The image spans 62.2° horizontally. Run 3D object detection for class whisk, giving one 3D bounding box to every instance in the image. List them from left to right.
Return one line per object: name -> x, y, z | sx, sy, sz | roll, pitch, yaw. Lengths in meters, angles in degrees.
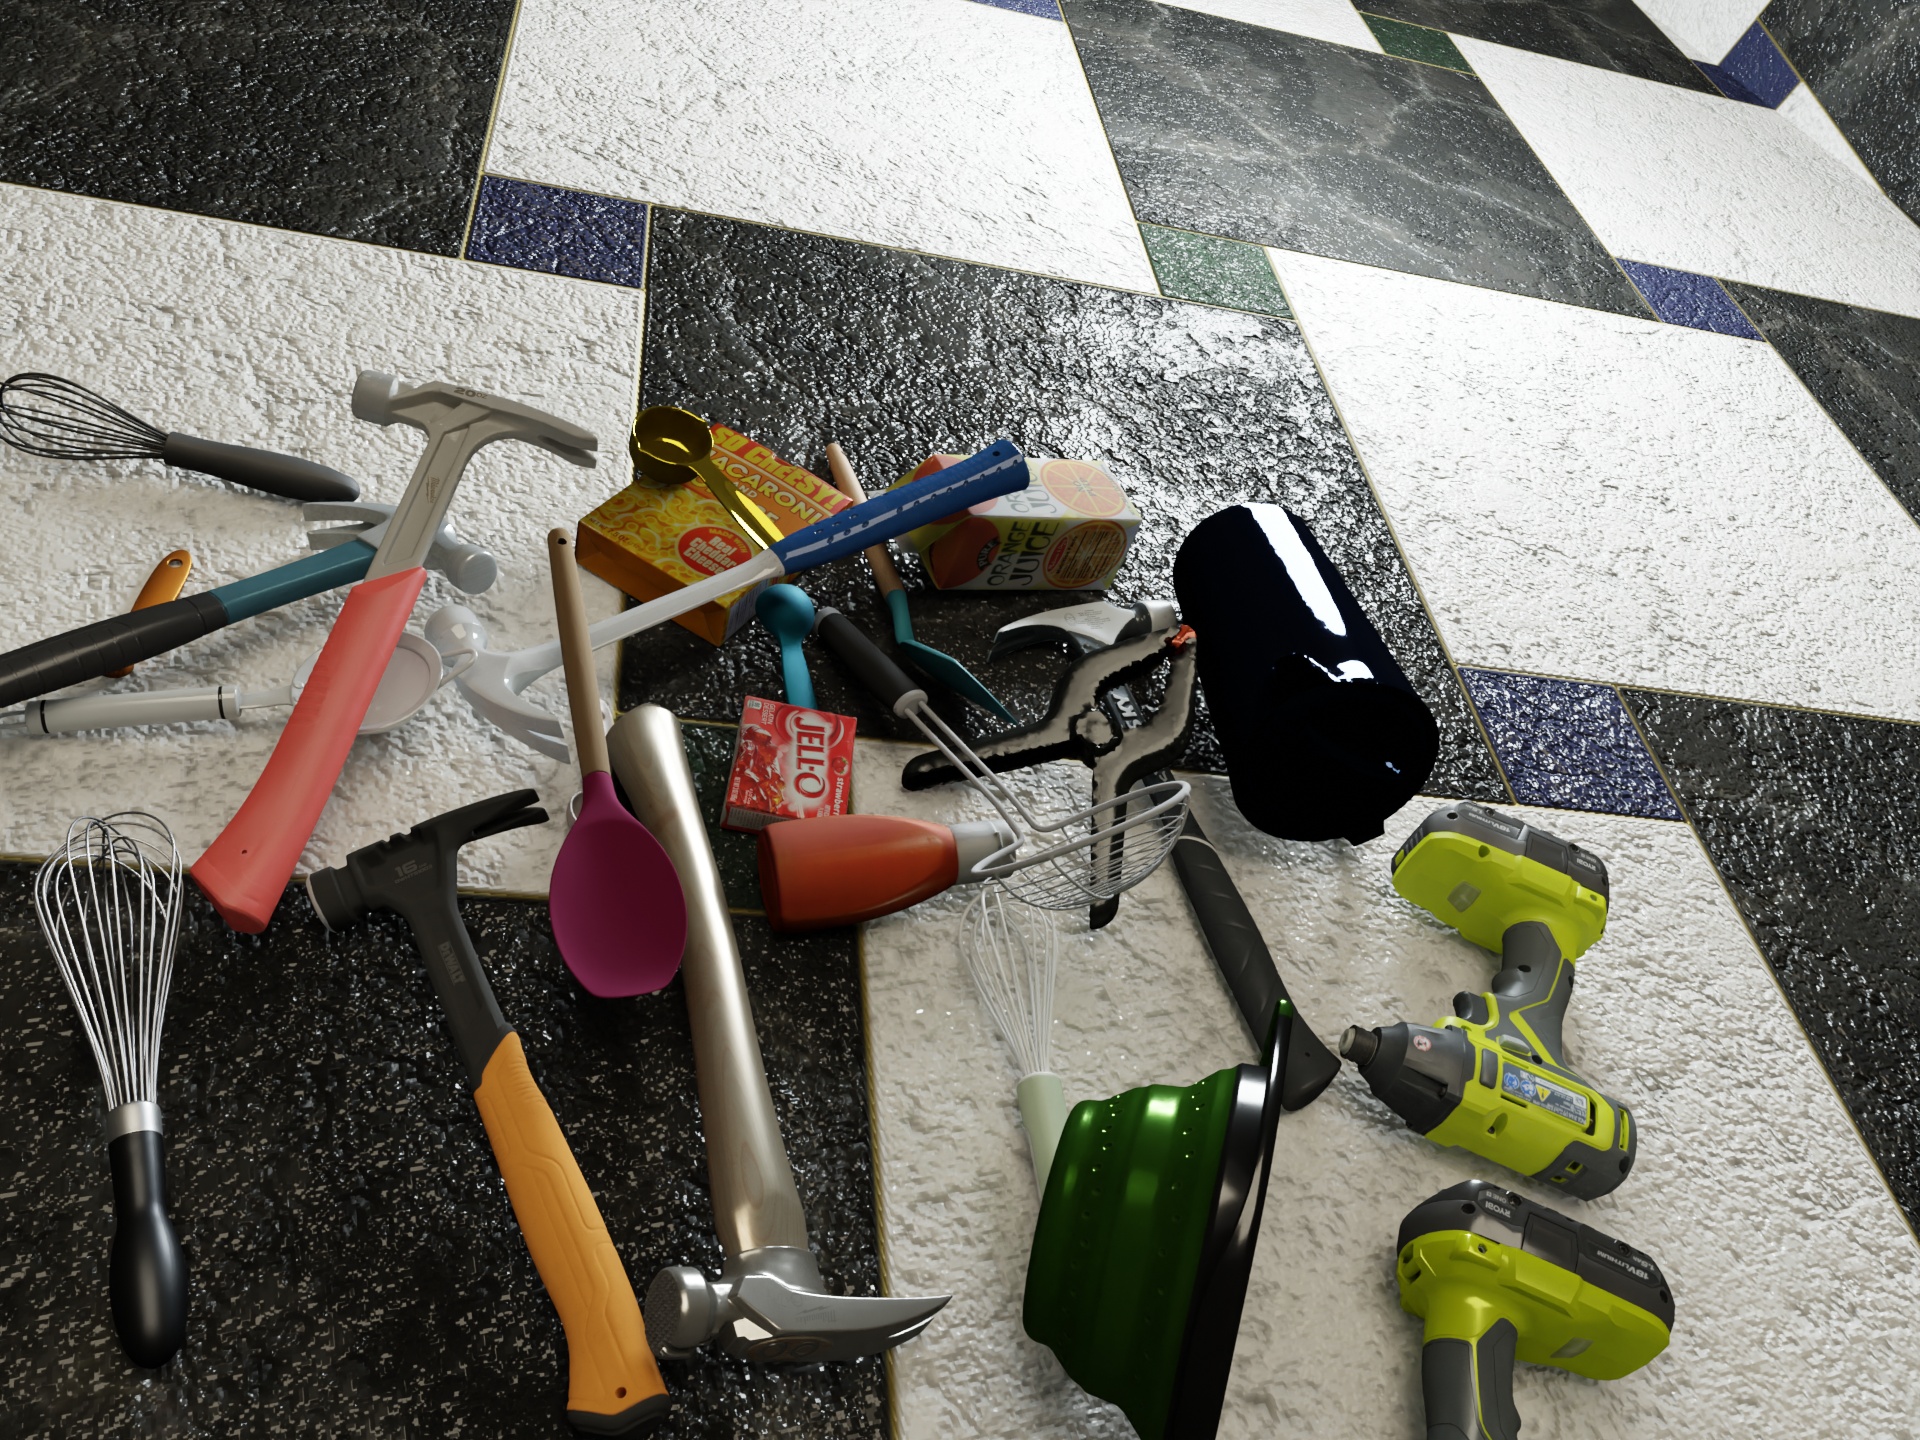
whisk -> -0.386, 0.159, 0.739 | 0.070, 0.070, 0.285 | -8, 54, -26
whisk -> -0.516, -0.180, 1.040 | 0.239, 0.055, 0.055 | 13, 43, -12
whisk -> 0.040, 0.192, 0.872 | 0.059, 0.057, 0.247 | -19, 50, 9

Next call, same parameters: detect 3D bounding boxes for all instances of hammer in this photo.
hammer -> -0.445, -0.060, 0.923 | 0.128, 0.033, 0.331 | 28, 40, 32
hammer -> -0.328, -0.046, 0.902 | 0.149, 0.036, 0.359 | 16, 59, -6
hammer -> -0.211, 0.183, 0.776 | 0.127, 0.034, 0.337 | -24, 59, -14
hammer -> -0.124, 0.143, 0.851 | 0.146, 0.038, 0.411 | 13, 37, -33
hammer -> -0.126, -0.094, 1.022 | 0.405, 0.035, 0.144 | -26, 48, -24
hammer -> 0.140, 0.068, 1.035 | 0.149, 0.036, 0.409 | -3, 48, -21

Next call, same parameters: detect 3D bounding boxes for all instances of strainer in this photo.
strainer -> -0.410, -0.011, 0.912 | 0.258, 0.050, 0.087 | -5, 45, -17

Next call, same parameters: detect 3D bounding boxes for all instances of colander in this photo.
colander -> 0.062, 0.307, 0.692 | 0.094, 0.204, 0.397 | 12, 60, 11

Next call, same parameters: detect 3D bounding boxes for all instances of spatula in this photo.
spatula -> -0.044, -0.110, 1.140 | 0.082, 0.044, 0.318 | 43, 17, -46

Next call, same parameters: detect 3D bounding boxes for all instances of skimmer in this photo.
skimmer -> -0.002, -0.003, 0.953 | 0.127, 0.090, 0.364 | -23, 41, -22

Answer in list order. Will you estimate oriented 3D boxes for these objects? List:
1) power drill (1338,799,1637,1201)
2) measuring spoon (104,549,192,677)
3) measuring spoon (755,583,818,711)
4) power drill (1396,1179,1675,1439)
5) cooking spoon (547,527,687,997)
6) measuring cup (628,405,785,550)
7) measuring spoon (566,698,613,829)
power drill -> 0.322, 0.162, 0.975 | 0.171, 0.080, 0.223 | 24, 46, -1
measuring spoon -> -0.491, -0.068, 0.959 | 0.021, 0.011, 0.117 | 12, 44, -9
measuring spoon -> -0.106, -0.040, 1.049 | 0.042, 0.021, 0.129 | 5, 54, -31
power drill -> 0.279, 0.358, 0.764 | 0.190, 0.080, 0.229 | 23, 46, 4
cooking spoon -> -0.204, 0.012, 0.880 | 0.068, 0.017, 0.319 | -5, 54, -19
measuring cup -> -0.171, -0.155, 1.101 | 0.156, 0.029, 0.062 | 47, 49, 11
measuring spoon -> -0.222, 0.030, 0.958 | 0.034, 0.018, 0.124 | 28, 30, -29
